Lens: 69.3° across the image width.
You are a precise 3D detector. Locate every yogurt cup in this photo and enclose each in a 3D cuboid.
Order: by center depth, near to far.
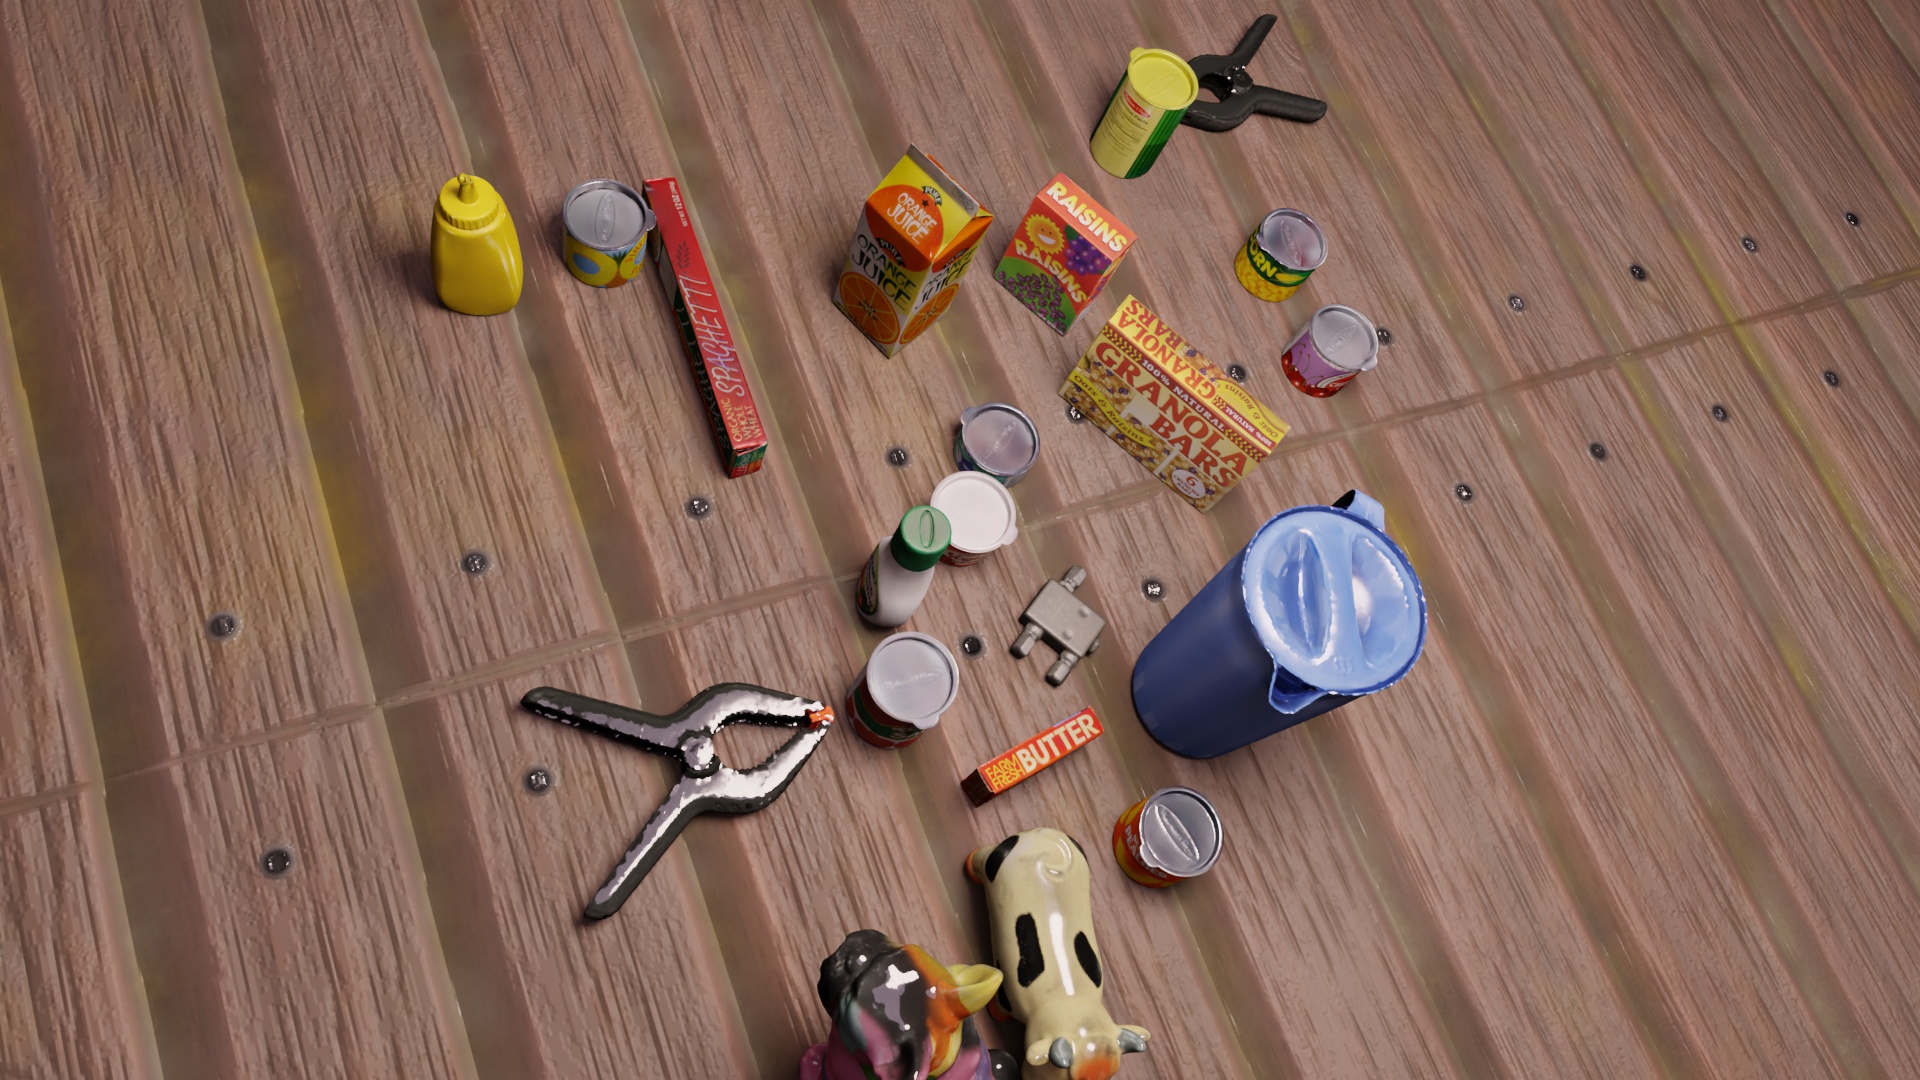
[{"bbox_3d":[0.004,-0.014,1.089,0.072,0.053,0.072,6,67,-14],"label":"yogurt cup"}]

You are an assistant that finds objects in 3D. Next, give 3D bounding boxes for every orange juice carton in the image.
[{"bbox_3d":[-0.036,-0.231,1.091,0.072,0.192,0.073,45,64,5],"label":"orange juice carton"}]

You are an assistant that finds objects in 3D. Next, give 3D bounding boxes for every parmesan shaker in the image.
[{"bbox_3d":[0.164,-0.389,1.267,0.071,0.102,0.071,6,67,-14],"label":"parmesan shaker"}]

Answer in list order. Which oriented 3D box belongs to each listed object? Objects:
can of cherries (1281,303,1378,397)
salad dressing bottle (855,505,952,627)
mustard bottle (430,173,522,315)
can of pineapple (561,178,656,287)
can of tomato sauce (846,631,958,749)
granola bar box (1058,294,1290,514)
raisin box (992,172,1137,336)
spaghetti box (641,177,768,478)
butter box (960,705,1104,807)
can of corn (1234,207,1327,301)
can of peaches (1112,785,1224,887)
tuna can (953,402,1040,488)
[{"bbox_3d":[0.332,-0.167,1.247,0.071,0.058,0.072,6,67,-14],"label":"can of cherries"},{"bbox_3d":[-0.041,0.018,1.010,0.044,0.147,0.064,7,67,-14],"label":"salad dressing bottle"},{"bbox_3d":[-0.354,-0.222,1.013,0.065,0.159,0.049,-2,69,-17],"label":"mustard bottle"},{"bbox_3d":[-0.280,-0.242,1.100,0.071,0.057,0.071,6,67,-14],"label":"can of pineapple"},{"bbox_3d":[-0.043,0.112,1.006,0.071,0.082,0.071,6,67,-14],"label":"can of tomato sauce"},{"bbox_3d":[0.170,-0.107,1.138,0.165,0.123,0.039,40,63,3],"label":"granola bar box"},{"bbox_3d":[0.086,-0.239,1.169,0.086,0.123,0.040,42,63,3],"label":"raisin box"},{"bbox_3d":[-0.205,-0.169,1.096,0.029,0.050,0.250,-15,73,-21],"label":"spaghetti box"},{"bbox_3d":[0.053,0.161,1.030,0.104,0.053,0.024,-25,77,-24],"label":"butter box"},{"bbox_3d":[0.291,-0.261,1.275,0.071,0.058,0.071,6,67,-14],"label":"can of corn"},{"bbox_3d":[0.151,0.222,1.030,0.071,0.057,0.071,6,67,-14],"label":"can of peaches"},{"bbox_3d":[0.027,-0.078,1.135,0.071,0.032,0.071,6,66,-14],"label":"tuna can"}]
